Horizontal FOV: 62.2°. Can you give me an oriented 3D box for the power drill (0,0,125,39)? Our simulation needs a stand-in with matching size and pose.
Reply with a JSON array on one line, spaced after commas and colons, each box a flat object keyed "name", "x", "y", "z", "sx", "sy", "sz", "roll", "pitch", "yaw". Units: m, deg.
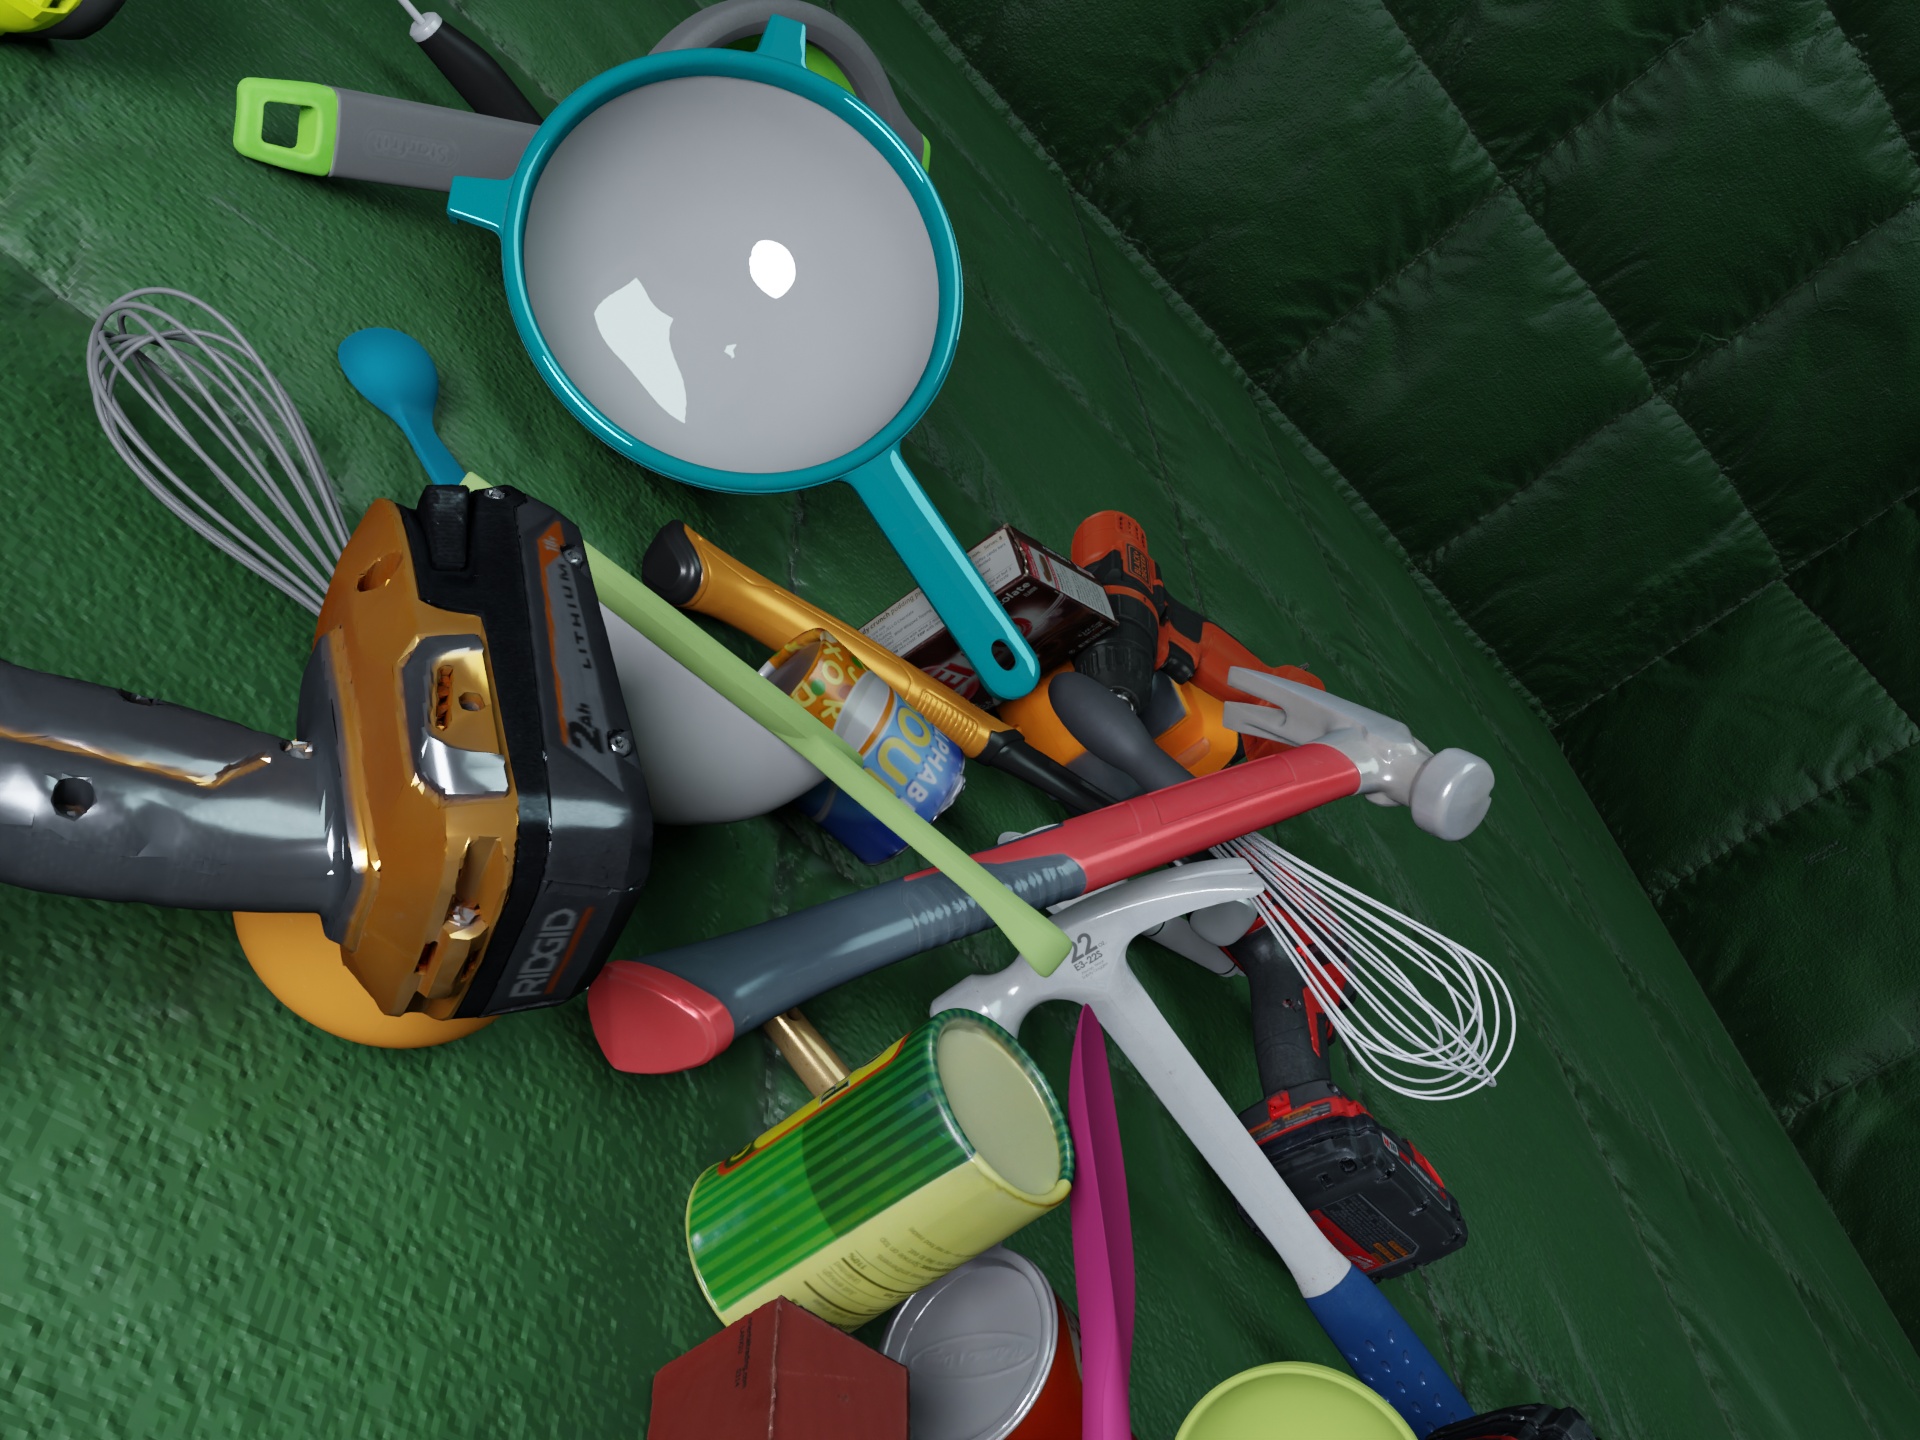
[{"name": "power drill", "x": -0.381, "y": -0.286, "z": 0.474, "sx": 0.190, "sy": 0.080, "sz": 0.228, "roll": 50, "pitch": 25, "yaw": -7}]

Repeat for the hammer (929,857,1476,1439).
[{"name": "hammer", "x": 0.161, "y": 0.235, "z": 0.700, "sx": 0.405, "sy": 0.144, "sz": 0.035, "roll": 53, "pitch": 7, "yaw": -15}]

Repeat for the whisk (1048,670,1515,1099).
[{"name": "whisk", "x": 0.134, "y": 0.065, "z": 0.730, "sx": 0.285, "sy": 0.070, "sz": 0.070, "roll": 45, "pitch": 15, "yaw": 32}]

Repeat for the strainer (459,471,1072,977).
[{"name": "strainer", "x": -0.075, "y": 0.023, "z": 0.537, "sx": 0.257, "sy": 0.069, "sz": 0.151, "roll": 37, "pitch": -4, "yaw": 28}]

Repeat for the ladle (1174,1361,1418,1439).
[{"name": "ladle", "x": 0.068, "y": 0.311, "z": 0.374, "sx": 0.320, "sy": 0.078, "sz": 0.062, "roll": -70, "pitch": 152, "yaw": -44}]

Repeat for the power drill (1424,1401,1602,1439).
[{"name": "power drill", "x": 0.162, "y": 0.349, "z": 0.499, "sx": 0.226, "sy": 0.080, "sz": 0.188, "roll": -19, "pitch": 71, "yaw": -43}]

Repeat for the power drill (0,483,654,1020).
[{"name": "power drill", "x": -0.198, "y": -0.015, "z": 0.345, "sx": 0.226, "sy": 0.084, "sz": 0.186, "roll": 2, "pitch": 49, "yaw": -32}]

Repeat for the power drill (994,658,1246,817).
[{"name": "power drill", "x": 0.105, "y": 0.003, "z": 0.987, "sx": 0.164, "sy": 0.084, "sz": 0.226, "roll": 58, "pitch": 27, "yaw": 14}]

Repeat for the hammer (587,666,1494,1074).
[{"name": "hammer", "x": 0.033, "y": 0.047, "z": 0.614, "sx": 0.386, "sy": 0.038, "sz": 0.143, "roll": -15, "pitch": 28, "yaw": -36}]

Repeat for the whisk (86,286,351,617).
[{"name": "whisk", "x": -0.187, "y": -0.033, "z": 0.505, "sx": 0.239, "sy": 0.055, "sz": 0.055, "roll": 52, "pitch": 21, "yaw": -12}]

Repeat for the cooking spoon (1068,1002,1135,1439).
[{"name": "cooking spoon", "x": 0.042, "y": 0.236, "z": 0.450, "sx": 0.068, "sy": 0.017, "sz": 0.319, "roll": 63, "pitch": 23, "yaw": -58}]

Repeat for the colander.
[{"name": "colander", "x": -0.187, "y": -0.283, "z": 0.813, "sx": 0.095, "sy": 0.204, "sz": 0.397, "roll": 30, "pitch": 26, "yaw": 35}]

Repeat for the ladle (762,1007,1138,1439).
[{"name": "ladle", "x": 0.026, "y": 0.219, "z": 0.564, "sx": 0.315, "sy": 0.031, "sz": 0.069, "roll": 51, "pitch": 31, "yaw": 3}]

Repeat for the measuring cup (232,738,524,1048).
[{"name": "measuring cup", "x": -0.185, "y": 0.032, "z": 0.413, "sx": 0.173, "sy": 0.052, "sz": 0.095, "roll": 20, "pitch": 40, "yaw": -26}]

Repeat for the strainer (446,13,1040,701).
[{"name": "strainer", "x": -0.076, "y": -0.148, "z": 0.767, "sx": 0.340, "sy": 0.211, "sz": 0.095, "roll": 56, "pitch": -19, "yaw": -5}]

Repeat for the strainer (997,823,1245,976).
[{"name": "strainer", "x": 0.098, "y": 0.104, "z": 0.871, "sx": 0.258, "sy": 0.050, "sz": 0.087, "roll": 32, "pitch": 15, "yaw": -48}]

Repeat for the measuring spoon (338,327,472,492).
[{"name": "measuring spoon", "x": -0.199, "y": -0.106, "z": 0.625, "sx": 0.129, "sy": 0.021, "sz": 0.042, "roll": 55, "pitch": 22, "yaw": 10}]

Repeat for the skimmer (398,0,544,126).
[{"name": "skimmer", "x": -0.325, "y": -0.368, "z": 0.769, "sx": 0.362, "sy": 0.090, "sz": 0.127, "roll": 47, "pitch": 9, "yaw": -41}]

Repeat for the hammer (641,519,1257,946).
[{"name": "hammer", "x": -0.001, "y": -0.002, "z": 0.766, "sx": 0.336, "sy": 0.034, "sz": 0.127, "roll": 30, "pitch": 20, "yaw": -23}]

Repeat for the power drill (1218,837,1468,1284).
[{"name": "power drill", "x": 0.188, "y": 0.178, "z": 0.847, "sx": 0.143, "sy": 0.078, "sz": 0.220, "roll": 44, "pitch": 27, "yaw": -34}]
